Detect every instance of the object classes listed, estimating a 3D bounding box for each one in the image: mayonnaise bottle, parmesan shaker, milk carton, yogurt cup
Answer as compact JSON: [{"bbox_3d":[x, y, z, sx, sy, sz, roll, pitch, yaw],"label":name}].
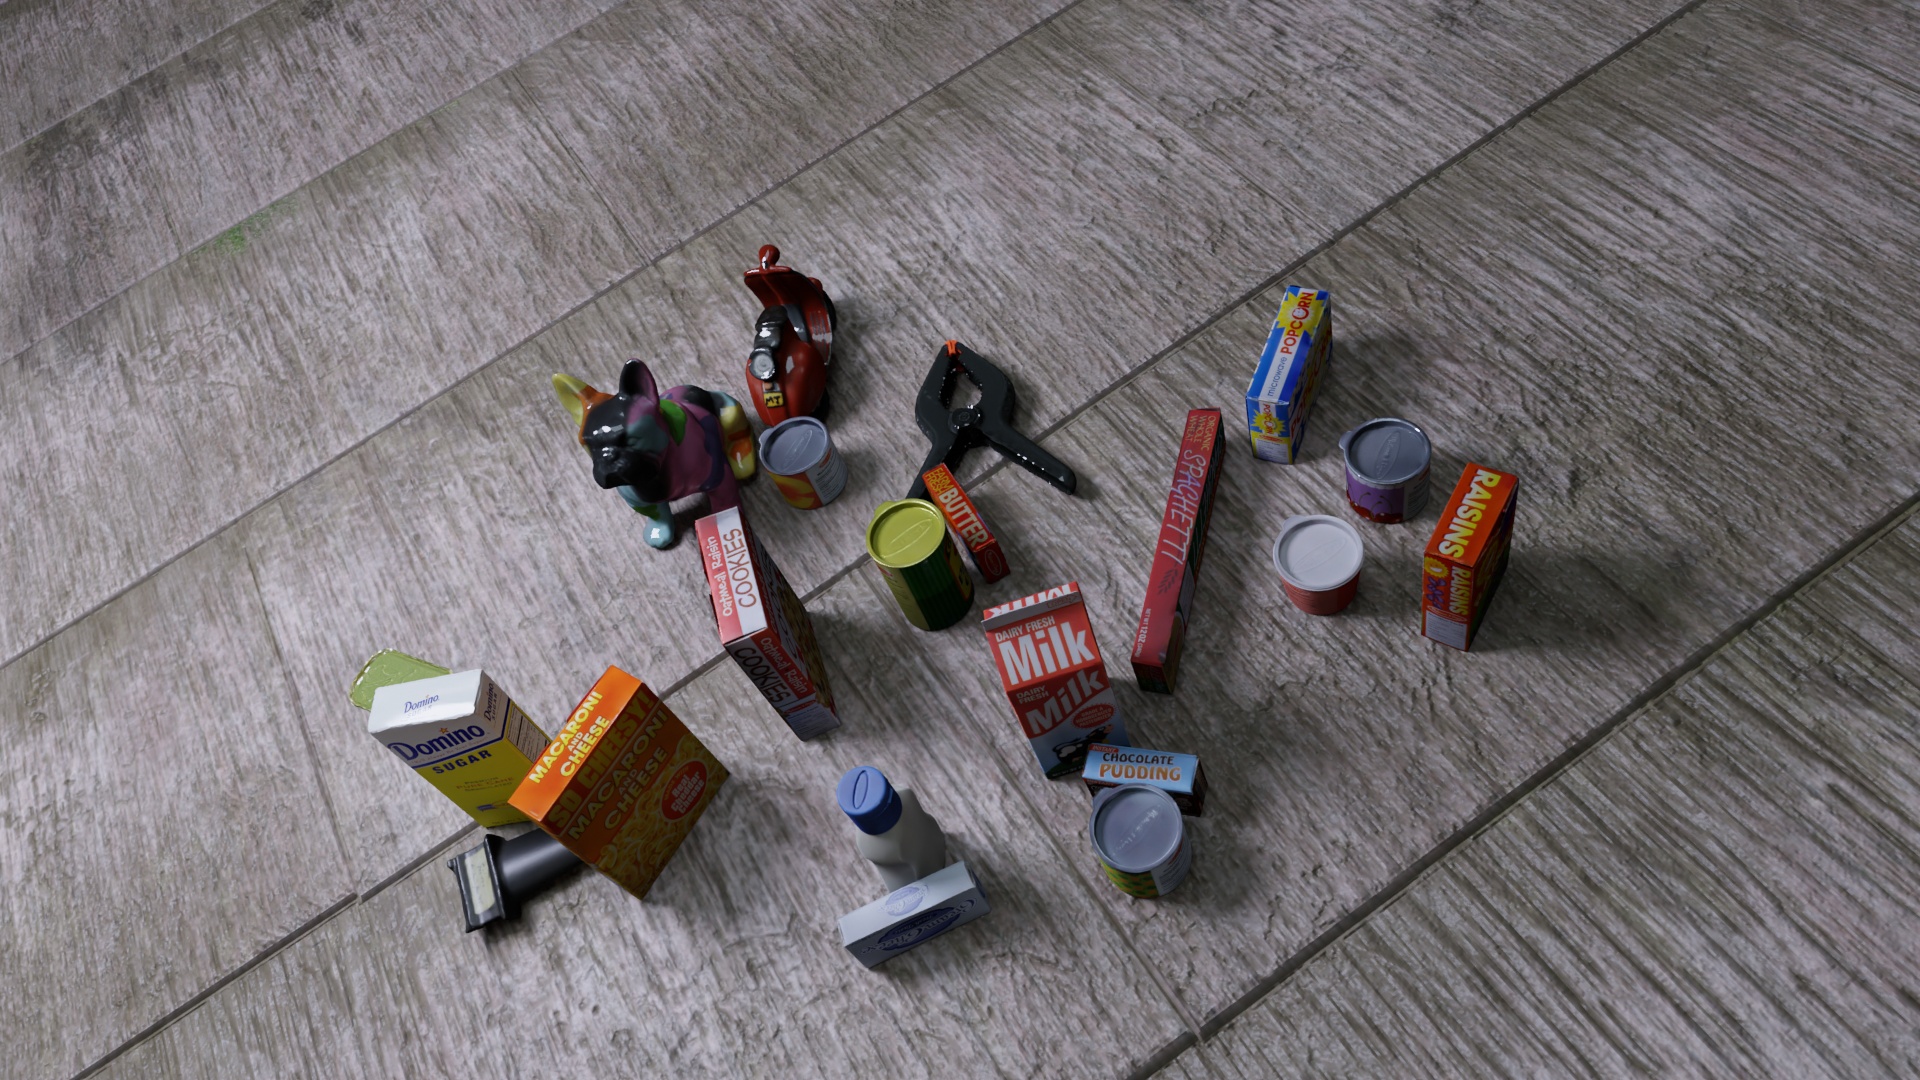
[{"bbox_3d":[-0.049,0.208,0.997,0.041,0.147,0.065,-1,57,17],"label":"mayonnaise bottle"},{"bbox_3d":[-0.033,0.019,1.150,0.071,0.102,0.071,-8,55,12],"label":"parmesan shaker"},{"bbox_3d":[0.069,0.095,1.011,0.072,0.189,0.074,-19,53,5],"label":"milk carton"},{"bbox_3d":[0.280,0.022,1.082,0.072,0.053,0.073,-8,55,12],"label":"yogurt cup"}]

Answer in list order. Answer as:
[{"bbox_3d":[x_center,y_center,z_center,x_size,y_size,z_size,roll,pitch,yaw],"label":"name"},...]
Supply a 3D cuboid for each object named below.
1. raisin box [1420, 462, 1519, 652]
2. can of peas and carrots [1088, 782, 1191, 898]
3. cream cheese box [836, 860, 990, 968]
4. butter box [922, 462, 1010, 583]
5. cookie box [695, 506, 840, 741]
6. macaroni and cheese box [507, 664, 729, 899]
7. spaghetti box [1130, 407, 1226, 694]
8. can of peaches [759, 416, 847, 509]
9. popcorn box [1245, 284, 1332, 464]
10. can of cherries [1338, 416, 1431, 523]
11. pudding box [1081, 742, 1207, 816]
[{"bbox_3d":[0.371,0.014,1.016,0.040,0.123,0.086,22,66,29],"label":"raisin box"},{"bbox_3d":[0.127,0.214,0.994,0.071,0.058,0.071,-8,55,12],"label":"can of peas and carrots"},{"bbox_3d":[-0.033,0.271,1.007,0.104,0.053,0.024,-25,53,0],"label":"cream cheese box"},{"bbox_3d":[0.004,-0.015,1.193,0.024,0.053,0.104,-30,53,-4],"label":"butter box"},{"bbox_3d":[-0.155,0.069,1.113,0.040,0.166,0.123,-23,53,2],"label":"cookie box"},{"bbox_3d":[-0.257,0.188,1.064,0.040,0.165,0.124,21,65,28],"label":"macaroni and cheese box"},{"bbox_3d":[0.180,0.003,1.128,0.029,0.050,0.251,5,58,21],"label":"spaghetti box"},{"bbox_3d":[-0.145,-0.071,1.275,0.071,0.057,0.071,-8,55,12],"label":"can of peaches"},{"bbox_3d":[0.279,-0.140,1.174,0.038,0.085,0.127,13,61,25],"label":"popcorn box"},{"bbox_3d":[0.340,-0.057,1.114,0.071,0.058,0.072,-8,55,12],"label":"can of cherries"},{"bbox_3d":[0.136,0.176,1.023,0.084,0.049,0.030,5,59,20],"label":"pudding box"}]
